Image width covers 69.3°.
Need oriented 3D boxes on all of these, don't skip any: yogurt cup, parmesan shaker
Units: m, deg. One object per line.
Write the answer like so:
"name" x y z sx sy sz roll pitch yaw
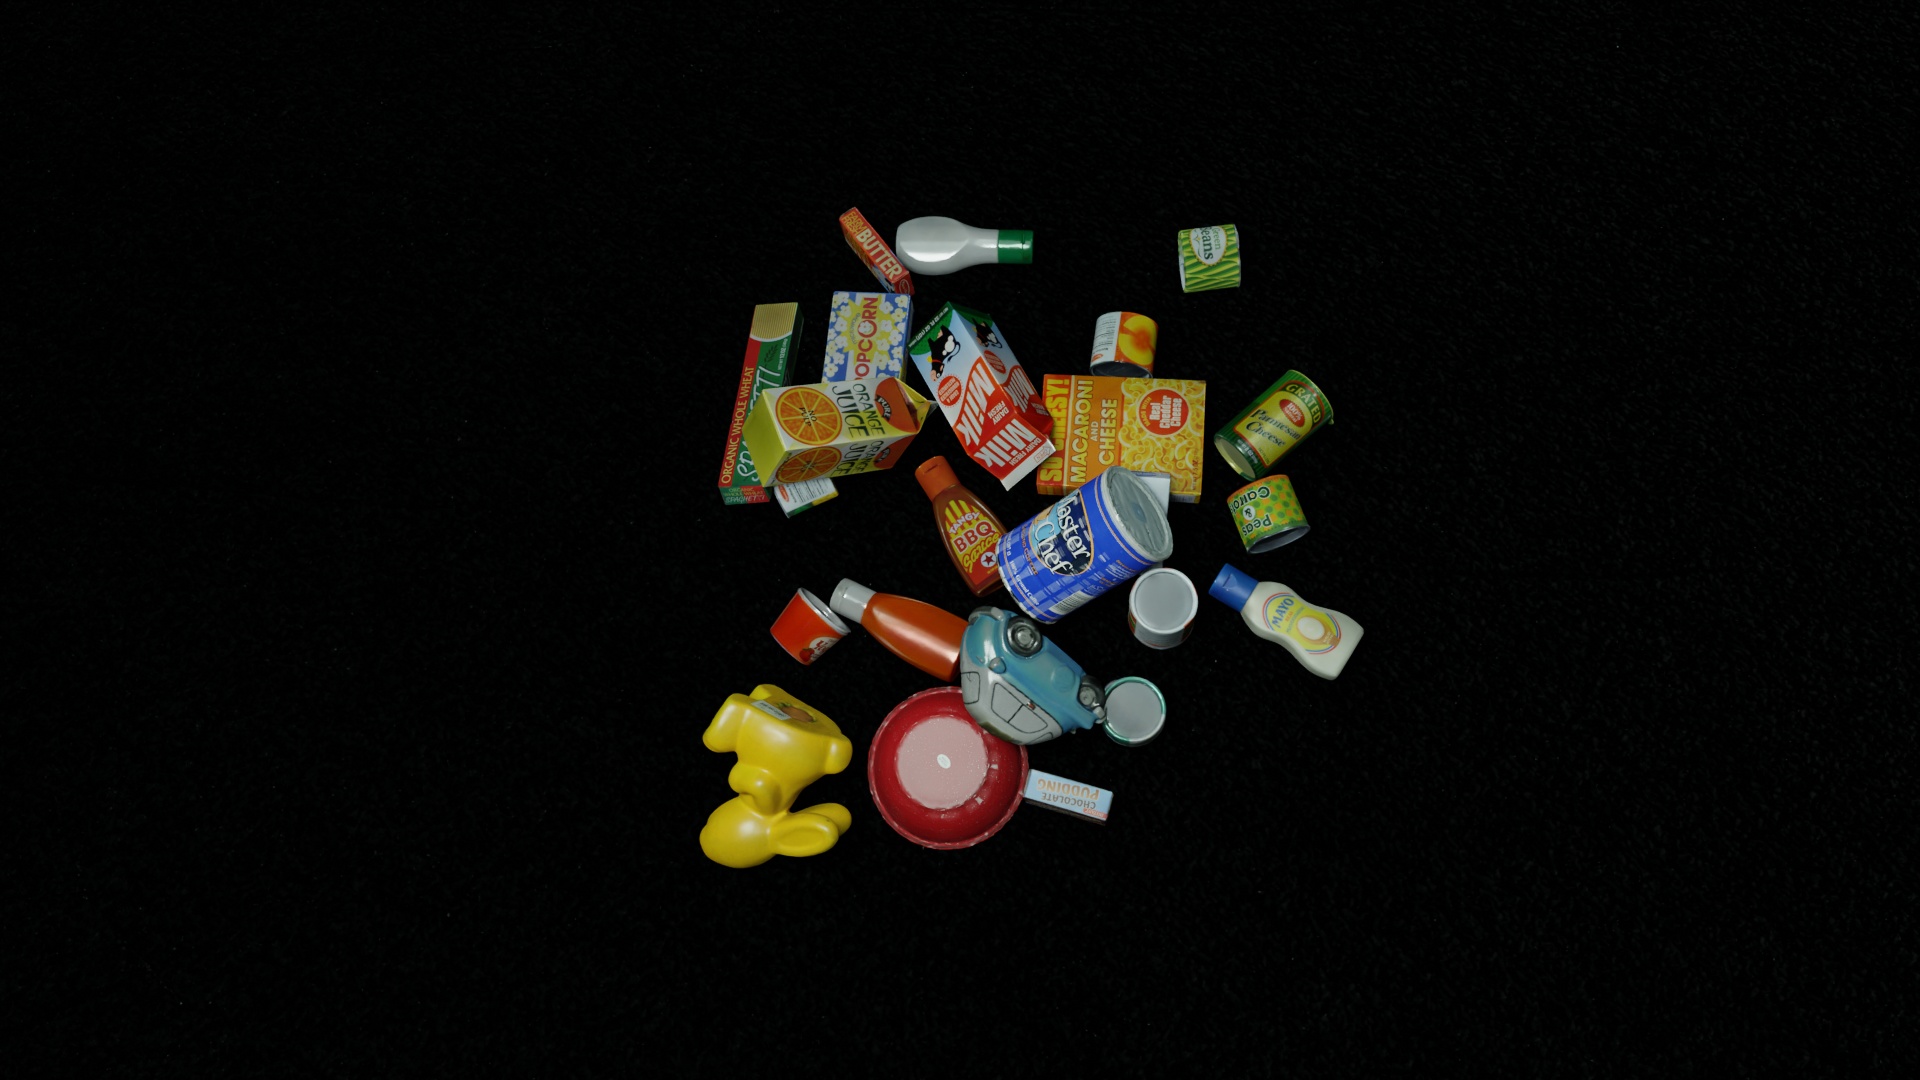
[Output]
"yogurt cup" -0.155 0.089 1.407 0.072 0.072 0.054 44 92 15
"parmesan shaker" 0.318 -0.113 1.407 0.103 0.071 0.071 -41 74 -5

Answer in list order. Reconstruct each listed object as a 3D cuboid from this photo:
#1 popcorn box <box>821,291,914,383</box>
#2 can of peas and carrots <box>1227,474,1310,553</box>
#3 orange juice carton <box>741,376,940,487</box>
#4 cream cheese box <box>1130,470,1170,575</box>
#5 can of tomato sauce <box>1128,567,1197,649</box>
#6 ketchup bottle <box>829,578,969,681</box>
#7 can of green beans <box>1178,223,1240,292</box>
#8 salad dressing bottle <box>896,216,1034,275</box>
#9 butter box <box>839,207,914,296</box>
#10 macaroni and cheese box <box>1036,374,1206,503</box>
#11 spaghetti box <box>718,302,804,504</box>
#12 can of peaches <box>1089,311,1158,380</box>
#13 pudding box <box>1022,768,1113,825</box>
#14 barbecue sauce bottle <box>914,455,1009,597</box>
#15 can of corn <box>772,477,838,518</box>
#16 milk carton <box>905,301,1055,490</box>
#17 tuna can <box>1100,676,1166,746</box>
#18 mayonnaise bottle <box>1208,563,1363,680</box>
"popcorn box" -0.100 -0.203 1.493 0.085 0.038 0.127 4 75 6
"can of peas and carrots" 0.305 -0.026 1.382 0.071 0.071 0.059 -19 73 1
"orange juice carton" -0.114 -0.113 1.404 0.193 0.071 0.073 -10 66 -33
"cream cheese box" 0.181 -0.018 1.394 0.053 0.024 0.103 4 105 6
"can of tomato sauce" 0.198 0.065 1.362 0.071 0.083 0.071 -2 75 6
"ketchup bottle" -0.060 0.085 1.406 0.149 0.043 0.065 25 73 13
"can of green beans" 0.262 -0.297 1.463 0.058 0.071 0.071 -6 74 5
"salad dressing bottle" 0.006 -0.320 1.511 0.148 0.044 0.064 2 73 6
"butter box" -0.091 -0.310 1.514 0.024 0.053 0.103 -37 74 -6
"macaroni and cheese box" 0.166 -0.105 1.435 0.166 0.040 0.124 3 76 7
"spaghetti box" -0.207 -0.148 1.455 0.050 0.028 0.251 -2 56 11
"can of peaches" 0.173 -0.199 1.448 0.071 0.071 0.058 7 76 8
"pudding box" 0.104 0.248 1.340 0.084 0.049 0.030 15 76 10
"barbecue sauce bottle" 0.005 -0.018 1.427 0.065 0.043 0.149 -32 73 1
"can of corn" -0.167 -0.066 1.450 0.058 0.071 0.071 -24 74 -1
"milk carton" 0.028 -0.146 1.422 0.072 0.073 0.191 -41 64 27
"tuna can" 0.168 0.166 1.364 0.071 0.032 0.071 -1 75 6
"mayonnaise bottle" 0.317 0.075 1.368 0.148 0.041 0.065 31 82 13
